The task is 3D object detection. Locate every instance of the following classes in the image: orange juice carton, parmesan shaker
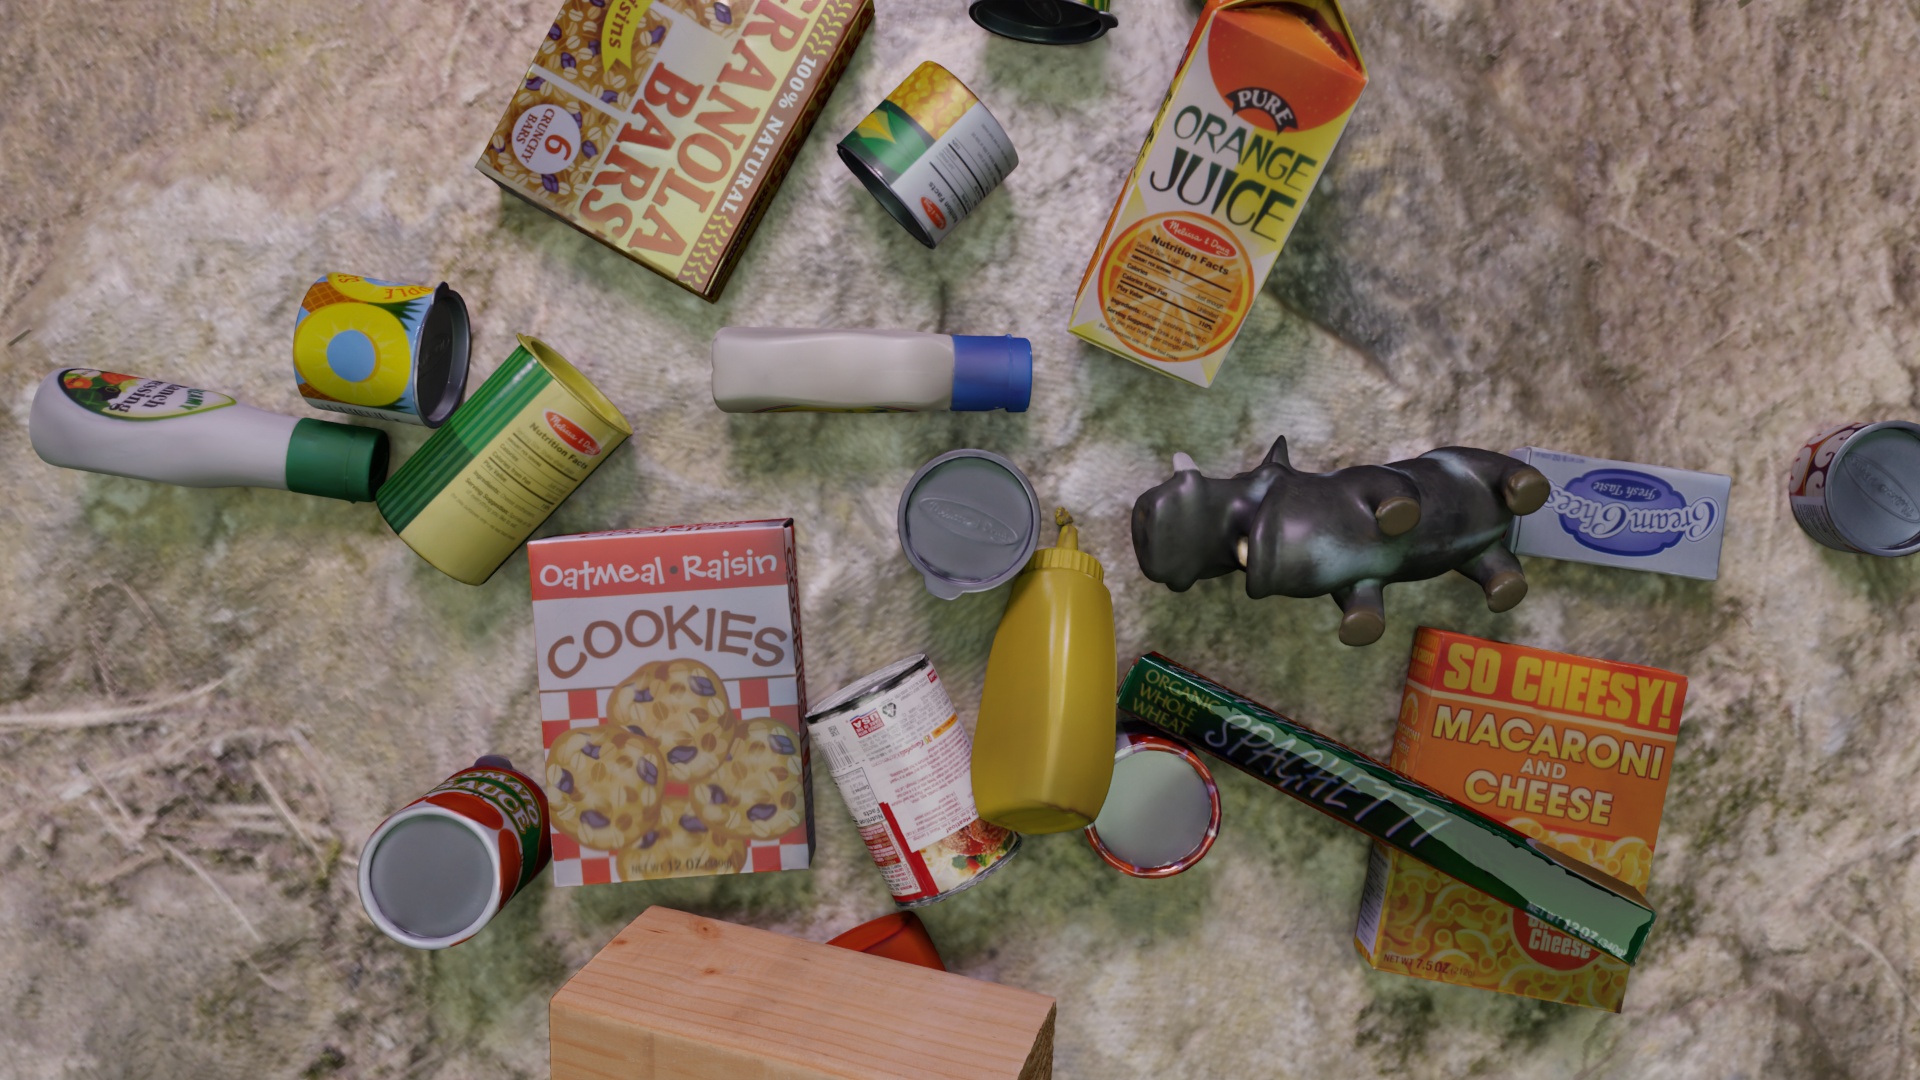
[{"bbox_3d":[0.120,-0.173,0.617,0.073,0.072,0.191,23,117,-2],"label":"orange juice carton"},{"bbox_3d":[-0.217,-0.039,0.654,0.103,0.071,0.071,-45,92,2],"label":"parmesan shaker"}]

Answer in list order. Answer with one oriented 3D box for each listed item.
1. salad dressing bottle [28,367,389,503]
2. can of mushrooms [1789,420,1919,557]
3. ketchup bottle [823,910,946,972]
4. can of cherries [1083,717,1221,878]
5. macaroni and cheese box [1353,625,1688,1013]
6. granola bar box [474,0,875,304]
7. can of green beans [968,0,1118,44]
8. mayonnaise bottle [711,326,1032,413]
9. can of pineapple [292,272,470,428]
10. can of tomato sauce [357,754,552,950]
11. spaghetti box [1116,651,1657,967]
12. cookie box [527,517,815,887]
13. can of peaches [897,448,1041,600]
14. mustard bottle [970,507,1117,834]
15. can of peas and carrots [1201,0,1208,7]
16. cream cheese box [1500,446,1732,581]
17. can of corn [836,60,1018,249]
[{"bbox_3d":[-0.352,-0.047,0.659,0.148,0.064,0.043,9,111,-9],"label":"salad dressing bottle"},{"bbox_3d":[0.449,-0.027,0.681,0.071,0.033,0.071,0,92,0],"label":"can of mushrooms"},{"bbox_3d":[-0.019,0.260,0.680,0.064,0.043,0.148,-25,93,9],"label":"ketchup bottle"},{"bbox_3d":[0.091,0.124,0.669,0.071,0.058,0.071,0,92,0],"label":"can of cherries"},{"bbox_3d":[0.272,0.134,0.682,0.124,0.040,0.166,10,92,-1],"label":"macaroni and cheese box"},{"bbox_3d":[-0.134,-0.216,0.664,0.124,0.039,0.165,29,92,-2],"label":"granola bar box"},{"bbox_3d":[0.040,-0.272,0.651,0.071,0.071,0.057,7,92,-1],"label":"can of green beans"},{"bbox_3d":[-0.041,-0.080,0.660,0.148,0.065,0.041,1,96,-4],"label":"mayonnaise bottle"},{"bbox_3d":[-0.270,-0.091,0.653,0.058,0.071,0.071,9,92,-1],"label":"can of pineapple"},{"bbox_3d":[-0.234,0.145,0.654,0.071,0.083,0.071,0,93,-1],"label":"can of tomato sauce"},{"bbox_3d":[0.189,0.118,0.642,0.250,0.050,0.028,26,95,15],"label":"spaghetti box"},{"bbox_3d":[-0.138,0.077,0.675,0.123,0.040,0.167,-4,93,-1],"label":"cookie box"},{"bbox_3d":[0.002,-0.008,0.664,0.071,0.058,0.071,0,93,-1],"label":"can of peaches"},{"bbox_3d":[0.045,0.055,0.655,0.049,0.065,0.161,28,58,-32],"label":"mustard bottle"},{"bbox_3d":[0.143,-0.275,0.650,0.071,0.071,0.058,-26,92,1],"label":"can of peas and carrots"},{"bbox_3d":[0.322,-0.013,0.684,0.104,0.024,0.053,8,92,-1],"label":"cream cheese box"},{"bbox_3d":[-0.016,-0.183,0.655,0.058,0.071,0.071,-44,92,1],"label":"can of corn"}]
